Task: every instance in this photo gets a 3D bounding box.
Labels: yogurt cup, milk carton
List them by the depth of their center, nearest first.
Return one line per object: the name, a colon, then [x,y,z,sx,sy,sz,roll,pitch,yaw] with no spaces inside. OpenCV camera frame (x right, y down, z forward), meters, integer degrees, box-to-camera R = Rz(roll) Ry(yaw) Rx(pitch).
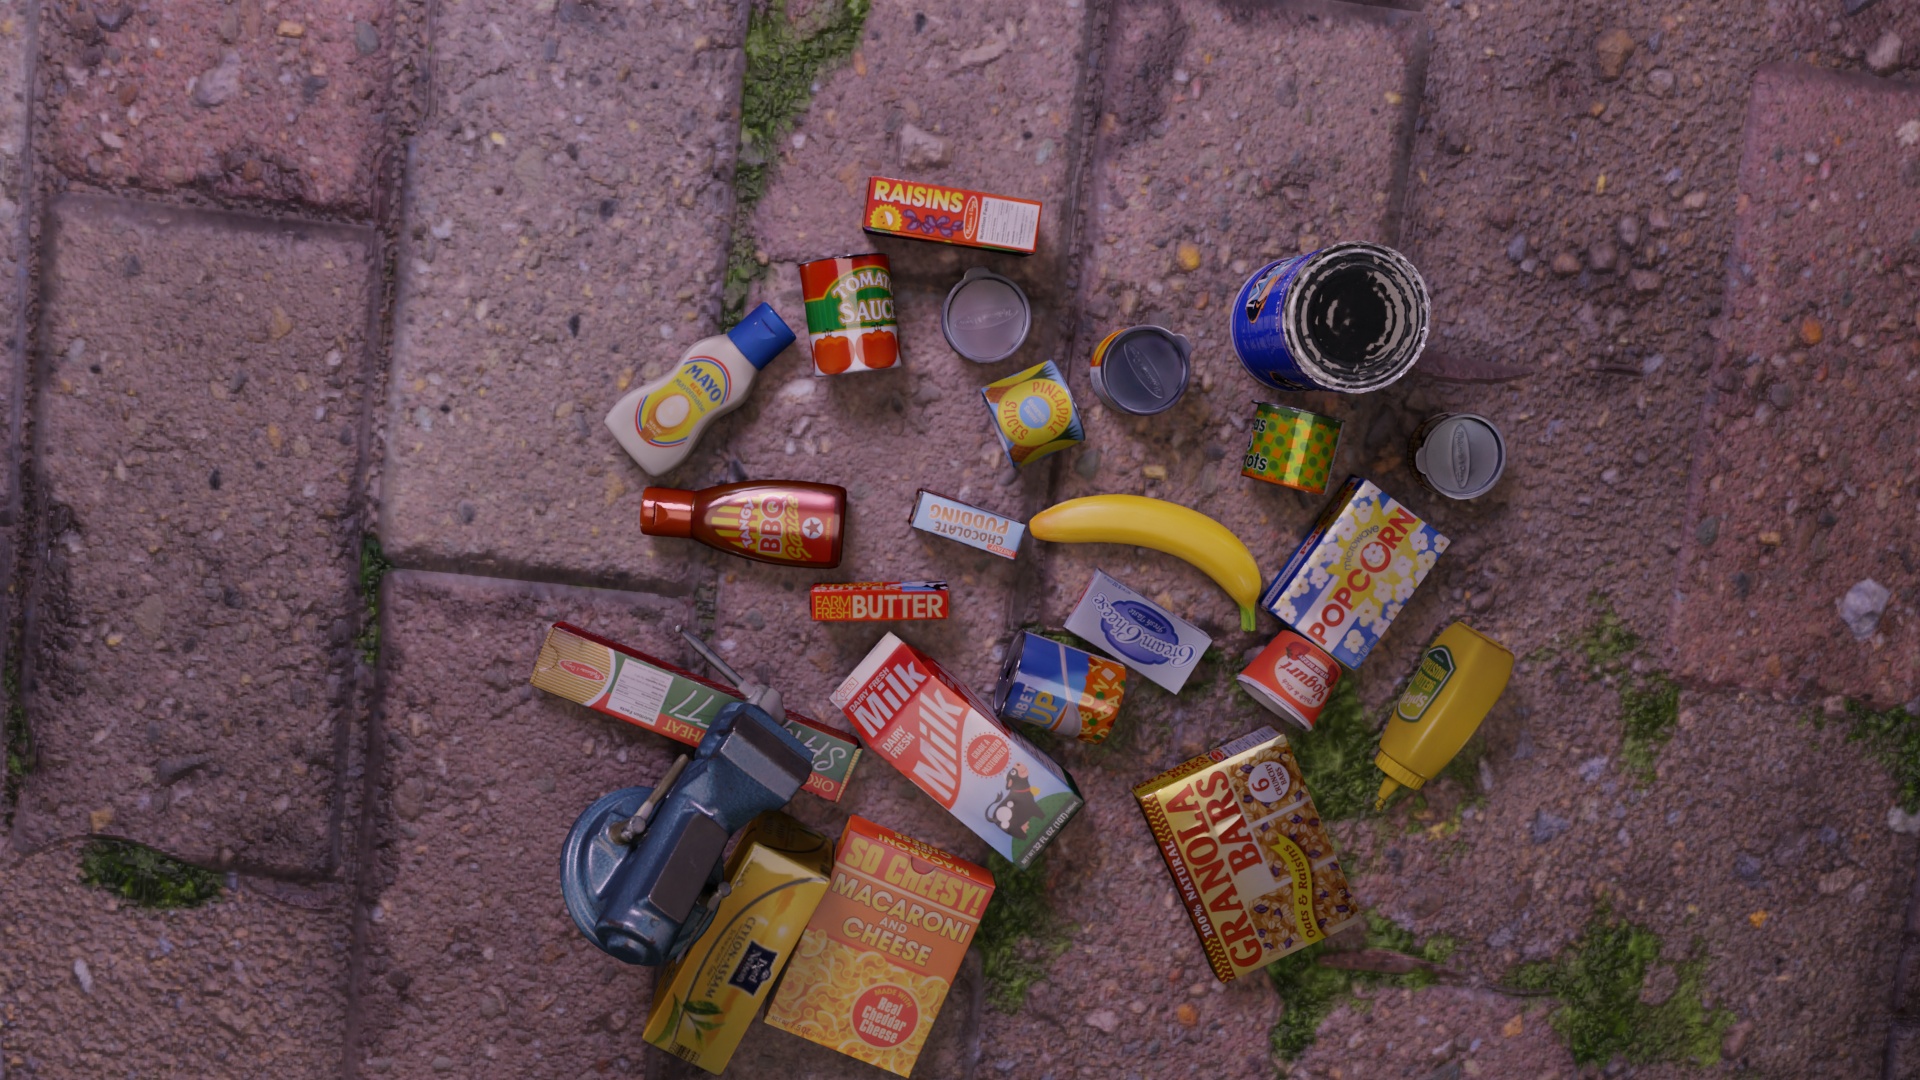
milk carton: [-0.004,0.154,1.046,0.190,0.073,0.072,41,93,-6]
yogurt cup: [0.254,0.106,1.063,0.072,0.072,0.054,38,85,-7]

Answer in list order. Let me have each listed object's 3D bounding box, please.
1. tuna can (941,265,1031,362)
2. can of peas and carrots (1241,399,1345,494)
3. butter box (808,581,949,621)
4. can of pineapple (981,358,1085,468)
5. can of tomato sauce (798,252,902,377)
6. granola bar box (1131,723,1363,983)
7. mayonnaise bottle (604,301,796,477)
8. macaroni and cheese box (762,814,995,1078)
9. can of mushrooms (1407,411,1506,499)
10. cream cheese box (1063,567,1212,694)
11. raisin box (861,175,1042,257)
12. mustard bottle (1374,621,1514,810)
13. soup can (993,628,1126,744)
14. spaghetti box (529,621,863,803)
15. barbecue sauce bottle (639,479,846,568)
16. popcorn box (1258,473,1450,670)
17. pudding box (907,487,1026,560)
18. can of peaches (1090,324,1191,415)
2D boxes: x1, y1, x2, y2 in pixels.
tuna can: [0.018,-0.168,1.034,0.071,0.033,0.071,0,96,-4]
can of peas and carrots: [0.247,-0.070,1.043,0.071,0.071,0.058,12,96,-5]
butter box: [-0.061,0.045,1.041,0.103,0.053,0.024,-1,95,-4]
can of pineapple: [0.054,-0.093,1.026,0.058,0.071,0.071,-23,97,0]
can of tomato sauce: [-0.078,-0.164,1.010,0.071,0.071,0.083,-8,97,-3]
granola bar box: [0.224,0.244,1.087,0.124,0.039,0.165,-24,97,-2]
mayonnaise bottle: [-0.188,-0.115,1.022,0.148,0.041,0.064,-41,95,2]
macaroni and cheese box: [-0.062,0.314,1.075,0.124,0.040,0.166,24,94,-7]
can of mushrooms: [0.379,-0.066,1.068,0.071,0.033,0.071,0,97,-4]
cream cheese box: [0.136,0.070,1.071,0.104,0.024,0.053,31,95,-6]
raisin box: [-0.008,-0.232,0.999,0.123,0.086,0.040,8,101,-5]
mustard bottle: [0.363,0.142,1.074,0.049,0.065,0.160,29,97,-10]
soup can: [0.074,0.114,1.049,0.084,0.071,0.071,19,95,-6]
spaghetti box: [-0.198,0.131,1.053,0.250,0.029,0.050,22,94,-6]
barbecue sauce bottle: [-0.161,-0.016,1.033,0.149,0.044,0.064,5,97,-4]
popcorn box: [0.302,0.025,1.070,0.085,0.038,0.126,35,93,-6]
pudding box: [0.004,-0.013,1.041,0.084,0.050,0.030,19,93,-6]
can of peaches: [0.135,-0.127,1.034,0.071,0.058,0.071,0,95,-4]
